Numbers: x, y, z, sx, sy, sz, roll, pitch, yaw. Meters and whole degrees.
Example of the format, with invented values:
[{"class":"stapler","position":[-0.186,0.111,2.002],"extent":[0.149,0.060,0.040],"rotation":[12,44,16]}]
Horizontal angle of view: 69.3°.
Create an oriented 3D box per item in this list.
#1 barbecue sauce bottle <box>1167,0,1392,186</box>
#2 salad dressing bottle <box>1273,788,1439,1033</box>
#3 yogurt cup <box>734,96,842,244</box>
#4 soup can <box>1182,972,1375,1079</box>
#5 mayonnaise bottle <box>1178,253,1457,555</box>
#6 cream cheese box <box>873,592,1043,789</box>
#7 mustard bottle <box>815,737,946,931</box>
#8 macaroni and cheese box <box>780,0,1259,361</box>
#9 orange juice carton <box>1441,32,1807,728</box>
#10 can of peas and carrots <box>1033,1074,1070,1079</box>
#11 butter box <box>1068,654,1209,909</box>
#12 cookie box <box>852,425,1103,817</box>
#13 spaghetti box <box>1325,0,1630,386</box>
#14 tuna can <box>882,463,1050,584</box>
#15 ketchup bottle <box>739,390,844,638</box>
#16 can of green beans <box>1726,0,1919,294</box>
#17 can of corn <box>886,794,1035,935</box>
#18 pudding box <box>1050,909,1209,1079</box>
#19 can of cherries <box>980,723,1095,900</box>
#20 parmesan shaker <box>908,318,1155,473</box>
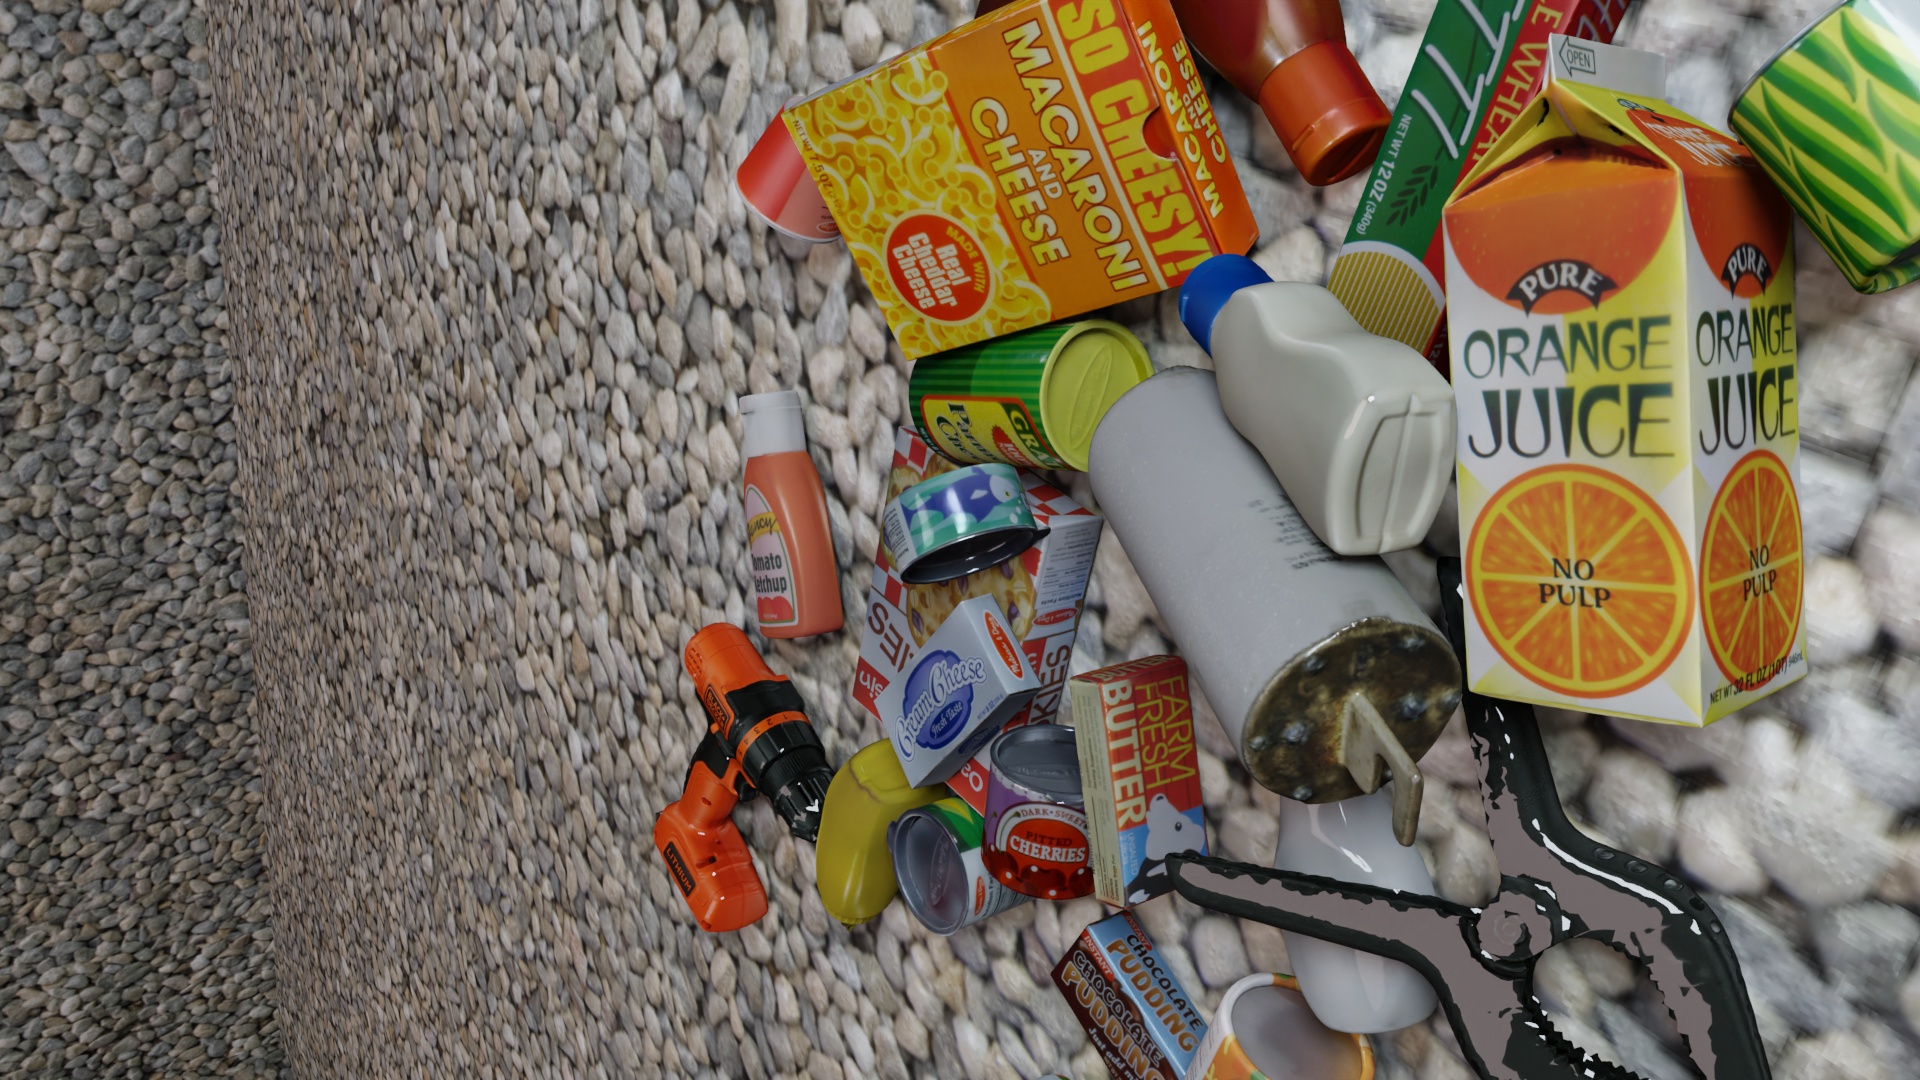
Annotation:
[{"class":"barbecue sauce bottle","position":[0.110,-0.201,0.517],"extent":[0.149,0.044,0.064],"rotation":[66,148,17]},{"class":"salad dressing bottle","position":[0.147,0.112,0.542],"extent":[0.064,0.044,0.147],"rotation":[-16,84,52]},{"class":"yogurt cup","position":[-0.082,-0.204,0.757],"extent":[0.053,0.072,0.072],"rotation":[-52,57,36]},{"class":"soup can","position":[0.129,0.234,0.578],"extent":[0.071,0.071,0.083],"rotation":[44,130,38]},{"class":"mayonnaise bottle","position":[0.115,-0.057,0.474],"extent":[0.149,0.041,0.064],"rotation":[-110,19,-57]},{"class":"cream cheese box","position":[-0.003,0.075,0.680],"extent":[0.103,0.024,0.053],"rotation":[-51,57,44]},{"class":"mustard bottle","position":[-0.055,0.181,0.812],"extent":[0.049,0.065,0.159],"rotation":[47,137,30]},{"class":"macaroni and cheese box","position":[0.022,-0.151,0.573],"extent":[0.166,0.040,0.123],"rotation":[-9,118,38]},{"class":"orange juice carton","position":[0.197,-0.049,0.413],"extent":[0.073,0.072,0.192],"rotation":[3,101,52]},{"class":"can of peas and carrots","position":[0.053,0.315,0.697],"extent":[0.059,0.071,0.070],"rotation":[26,118,48]},{"class":"butter box","position":[0.081,0.106,0.621],"extent":[0.024,0.053,0.103],"rotation":[-3,95,56]},{"class":"cookie box","position":[0.004,0.039,0.718],"extent":[0.123,0.040,0.166],"rotation":[36,124,43]},{"class":"spaghetti box","position":[0.178,-0.158,0.449],"extent":[0.050,0.029,0.248],"rotation":[43,130,38]},{"class":"tuna can","position":[0.002,-0.008,0.625],"extent":[0.070,0.071,0.033],"rotation":[-37,67,50]},{"class":"ketchup bottle","position":[-0.106,-0.016,0.849],"extent":[0.064,0.044,0.148],"rotation":[-4,94,53]},{"class":"can of green beans","position":[0.240,-0.103,0.347],"extent":[0.071,0.071,0.058],"rotation":[-46,62,48]},{"class":"can of corn","position":[0.005,0.165,0.731],"extent":[0.071,0.058,0.071],"rotation":[17,112,50]},{"class":"pudding box","position":[0.084,0.226,0.663],"extent":[0.084,0.030,0.049],"rotation":[55,136,29]},{"class":"can of cherries","position":[0.044,0.130,0.661],"extent":[0.071,0.072,0.058],"rotation":[29,121,46]},{"class":"parmesan shaker","position":[0.032,-0.064,0.636],"extent":[0.103,0.071,0.071],"rotation":[8,105,54]}]
